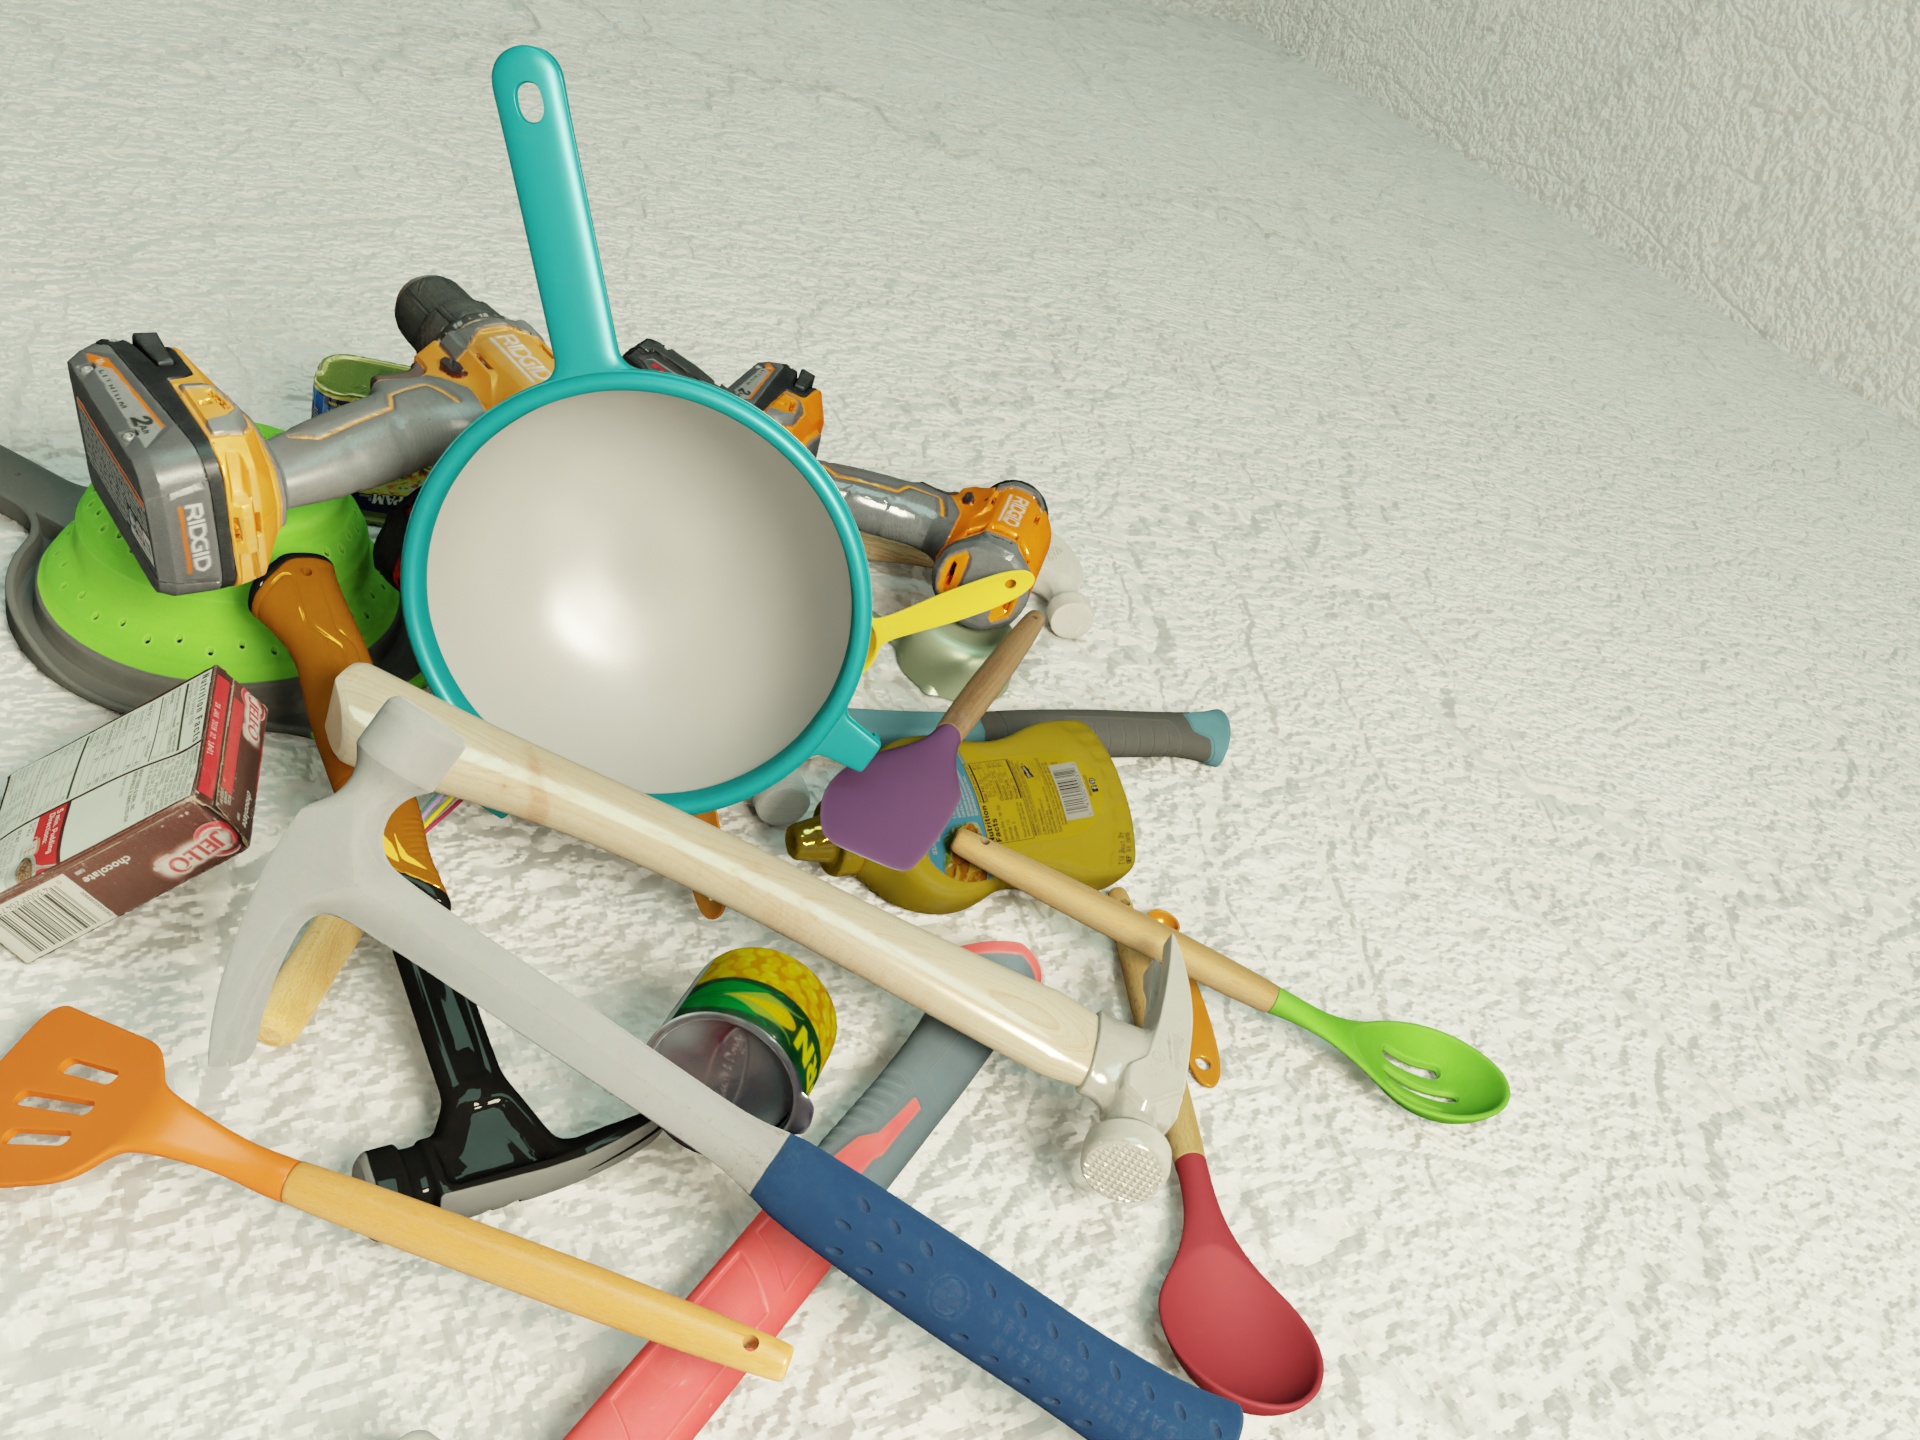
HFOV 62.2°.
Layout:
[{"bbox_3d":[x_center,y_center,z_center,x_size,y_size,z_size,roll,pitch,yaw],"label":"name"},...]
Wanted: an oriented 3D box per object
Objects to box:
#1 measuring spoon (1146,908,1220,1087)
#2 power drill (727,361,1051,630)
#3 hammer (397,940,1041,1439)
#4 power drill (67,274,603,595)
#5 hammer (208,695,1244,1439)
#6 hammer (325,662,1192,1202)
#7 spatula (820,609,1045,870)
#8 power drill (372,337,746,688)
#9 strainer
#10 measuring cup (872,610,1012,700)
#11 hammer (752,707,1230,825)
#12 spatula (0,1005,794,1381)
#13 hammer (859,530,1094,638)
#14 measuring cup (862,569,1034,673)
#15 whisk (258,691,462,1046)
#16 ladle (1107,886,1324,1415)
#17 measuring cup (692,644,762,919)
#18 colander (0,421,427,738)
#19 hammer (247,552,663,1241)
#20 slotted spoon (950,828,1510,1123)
[{"bbox_3d":[0.115,0.145,0.833,0.021,0.011,0.117,9,39,-17],"label":"measuring spoon"},{"bbox_3d":[-0.048,-0.151,1.038,0.226,0.084,0.164,24,30,0],"label":"power drill"},{"bbox_3d":[-0.048,0.209,0.636,0.143,0.038,0.386,31,36,13],"label":"hammer"},{"bbox_3d":[-0.304,-0.155,0.781,0.226,0.084,0.186,-20,50,-34],"label":"power drill"},{"bbox_3d":[-0.082,0.160,0.578,0.405,0.144,0.035,34,-9,2],"label":"hammer"},{"bbox_3d":[-0.084,0.071,0.716,0.410,0.038,0.146,26,34,-4],"label":"hammer"},{"bbox_3d":[-0.001,-0.003,0.851,0.060,0.018,0.316,23,28,8],"label":"spatula"},{"bbox_3d":[-0.197,-0.109,0.877,0.143,0.078,0.220,35,47,3],"label":"power drill"},{"bbox_3d":[-0.155,-0.126,0.731,0.211,0.340,0.095,-8,20,2],"label":"strainer"},{"bbox_3d":[-0.038,-0.070,1.022,0.167,0.038,0.083,30,35,10],"label":"measuring cup"},{"bbox_3d":[0.022,0.008,0.952,0.331,0.033,0.128,1,40,-26],"label":"hammer"},{"bbox_3d":[-0.212,0.175,0.563,0.322,0.041,0.081,18,48,5],"label":"spatula"},{"bbox_3d":[-0.074,-0.126,1.089,0.331,0.031,0.130,8,37,-17],"label":"hammer"},{"bbox_3d":[-0.032,-0.068,0.963,0.156,0.062,0.029,-18,37,-1],"label":"measuring cup"},{"bbox_3d":[-0.265,0.053,0.741,0.047,0.051,0.245,29,38,-12],"label":"whisk"},{"bbox_3d":[0.102,0.187,0.752,0.069,0.031,0.316,11,34,-15],"label":"ladle"},{"bbox_3d":[-0.122,0.033,0.816,0.052,0.095,0.174,41,28,-50],"label":"measuring cup"},{"bbox_3d":[-0.456,-0.130,0.846,0.397,0.094,0.204,27,35,9],"label":"colander"},{"bbox_3d":[-0.240,0.054,0.697,0.127,0.034,0.337,-9,56,-36],"label":"hammer"},{"bbox_3d":[0.136,0.130,0.813,0.313,0.031,0.070,27,29,-4],"label":"slotted spoon"}]
